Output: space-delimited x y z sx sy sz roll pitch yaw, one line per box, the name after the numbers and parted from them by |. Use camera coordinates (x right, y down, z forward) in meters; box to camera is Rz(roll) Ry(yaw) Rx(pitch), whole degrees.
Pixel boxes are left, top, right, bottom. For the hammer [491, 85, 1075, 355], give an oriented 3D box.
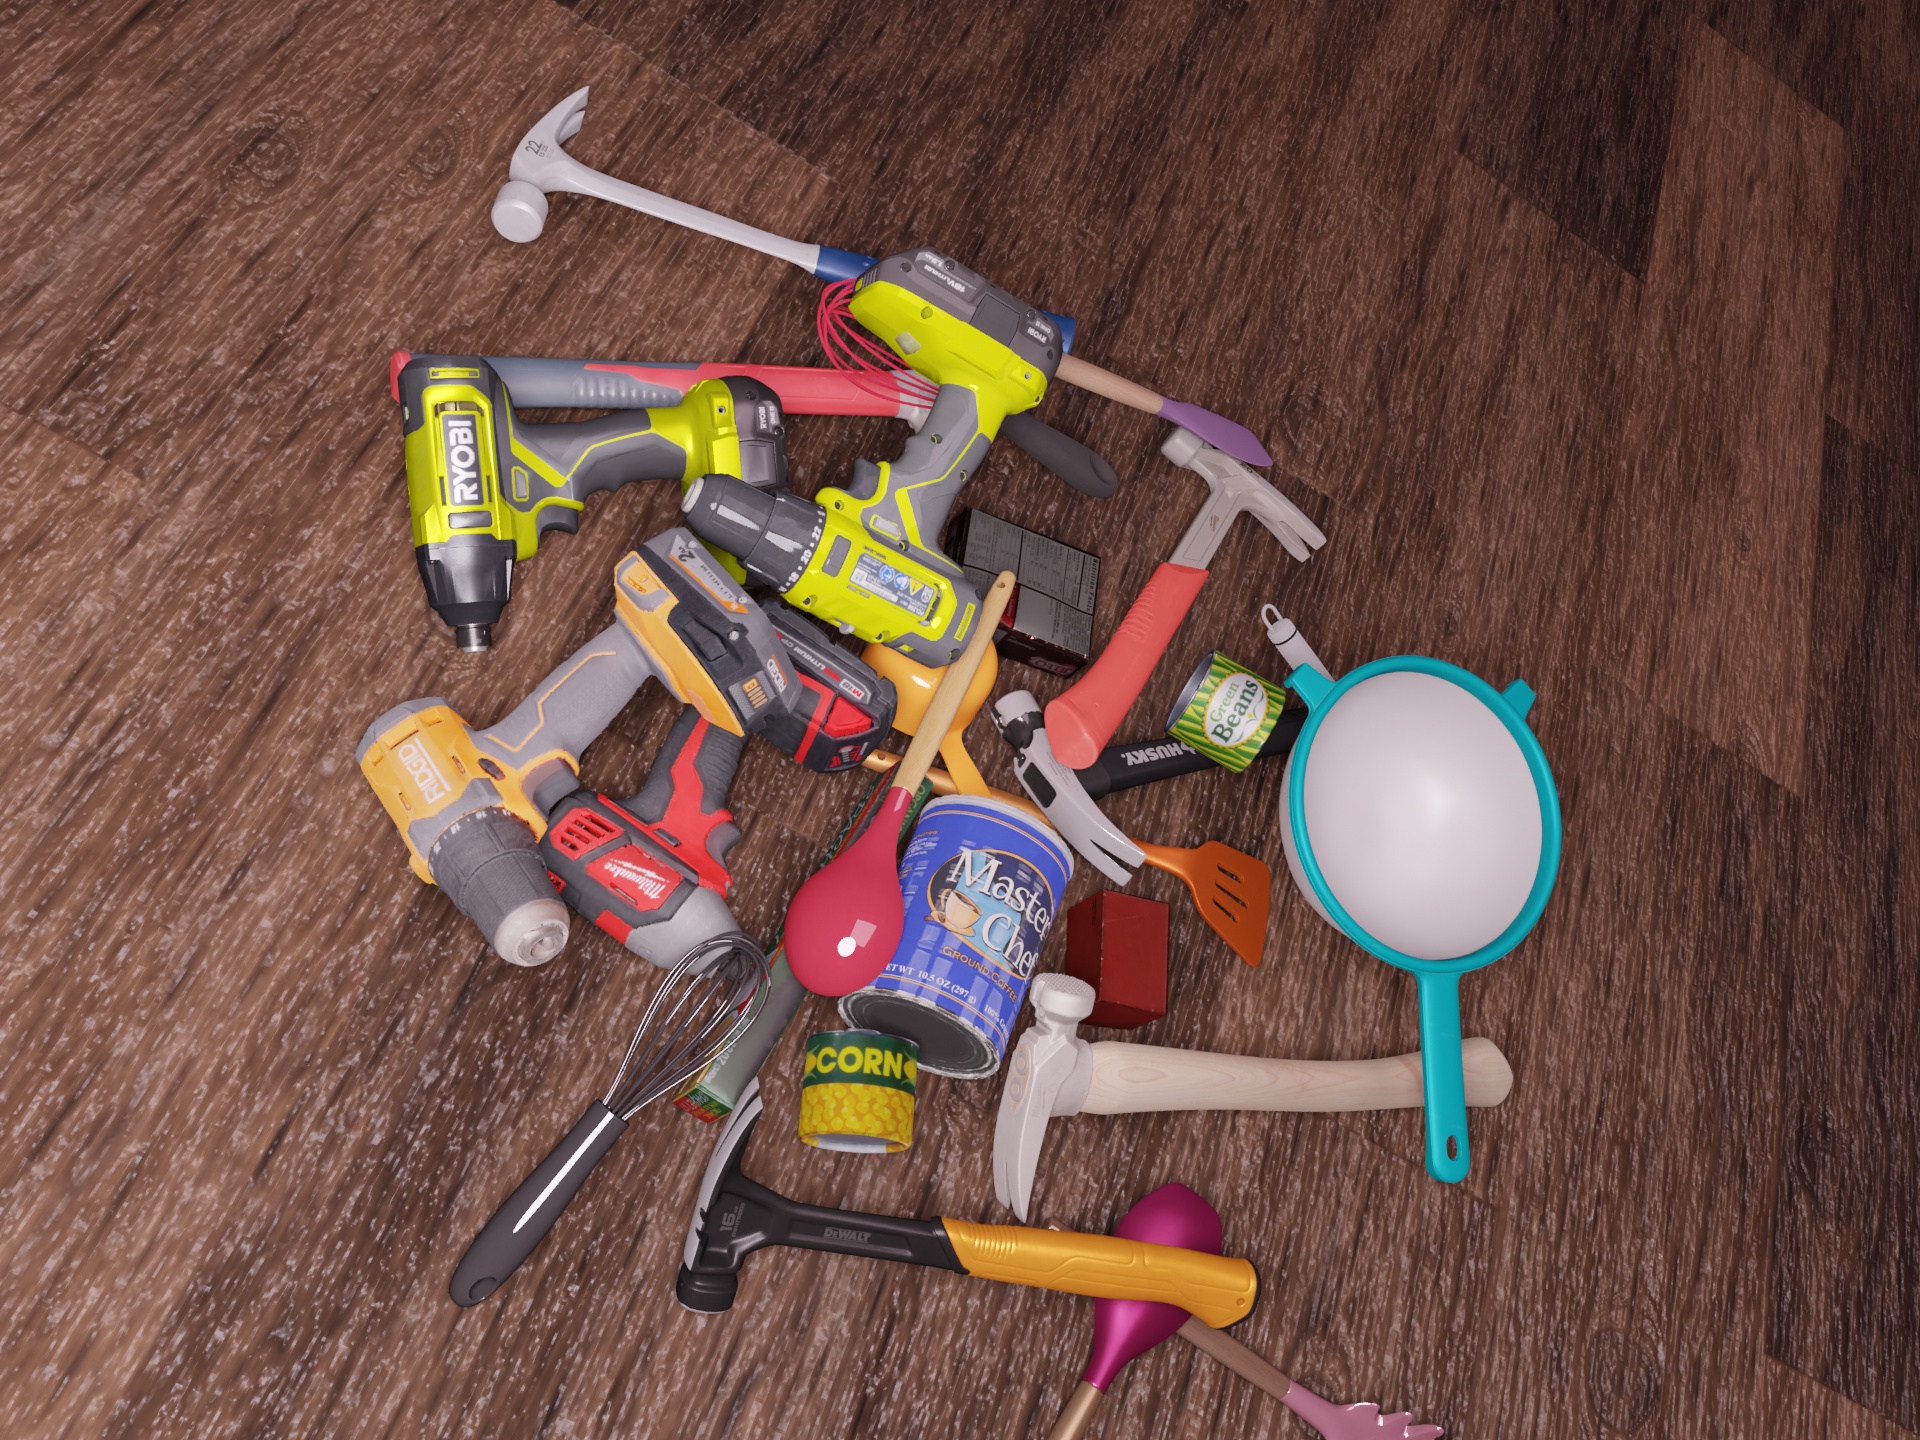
-0.111 -0.334 1.125 0.405 0.035 0.144 15 53 -13 | hammer

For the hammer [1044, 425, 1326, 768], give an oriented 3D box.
0.155 -0.081 1.146 0.149 0.036 0.359 39 47 -5 | hammer

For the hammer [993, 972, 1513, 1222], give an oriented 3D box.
0.206 0.246 1.039 0.410 0.038 0.146 8 98 -30 | hammer

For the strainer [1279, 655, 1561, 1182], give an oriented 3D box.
0.295 0.131 1.069 0.211 0.095 0.340 3 79 -20 | strainer

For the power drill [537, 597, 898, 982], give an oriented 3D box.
-0.138 0.046 0.948 0.143 0.078 0.220 36 60 2 | power drill

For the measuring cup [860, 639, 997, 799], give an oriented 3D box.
-0.002 -0.003 1.038 0.095 0.052 0.174 -12 62 -30 | measuring cup

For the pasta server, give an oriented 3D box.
0.181 0.396 0.977 0.316 0.040 0.060 36 65 -7 | pasta server

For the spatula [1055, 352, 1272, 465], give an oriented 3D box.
0.129 -0.240 1.180 0.315 0.018 0.060 12 41 -40 | spatula

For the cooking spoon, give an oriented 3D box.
0.063 0.406 0.911 0.069 0.017 0.319 38 62 -1 | cooking spoon

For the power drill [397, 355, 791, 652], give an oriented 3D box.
-0.222 -0.134 0.980 0.223 0.080 0.171 -6 93 -25 | power drill

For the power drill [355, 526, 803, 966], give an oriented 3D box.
-0.198 0.014 0.862 0.226 0.084 0.186 -36 53 -11 | power drill

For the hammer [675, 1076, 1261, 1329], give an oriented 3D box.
0.019 0.291 0.894 0.336 0.034 0.127 14 101 -16 | hammer

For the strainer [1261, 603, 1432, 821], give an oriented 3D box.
0.290 0.014 1.150 0.087 0.050 0.258 -48 111 -20 | strainer

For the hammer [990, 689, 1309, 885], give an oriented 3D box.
0.189 0.022 1.132 0.334 0.035 0.146 -10 56 -34 | hammer

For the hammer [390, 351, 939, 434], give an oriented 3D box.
-0.185 -0.240 1.080 0.386 0.038 0.143 -4 69 -28 | hammer

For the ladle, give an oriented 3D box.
-0.025 0.025 0.973 0.069 0.031 0.316 17 57 14 | ladle

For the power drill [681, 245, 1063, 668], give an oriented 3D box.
-0.049 -0.168 0.980 0.190 0.080 0.228 26 81 -21 | power drill

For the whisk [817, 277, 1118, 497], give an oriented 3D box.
0.014 -0.225 1.119 0.295 0.073 0.073 25 57 -40 | whisk

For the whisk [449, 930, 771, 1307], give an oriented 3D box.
-0.185 0.211 0.848 0.055 0.055 0.239 41 75 -5 | whisk

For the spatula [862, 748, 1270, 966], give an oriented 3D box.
0.078 0.079 1.078 0.322 0.041 0.081 20 60 -13 | spatula
